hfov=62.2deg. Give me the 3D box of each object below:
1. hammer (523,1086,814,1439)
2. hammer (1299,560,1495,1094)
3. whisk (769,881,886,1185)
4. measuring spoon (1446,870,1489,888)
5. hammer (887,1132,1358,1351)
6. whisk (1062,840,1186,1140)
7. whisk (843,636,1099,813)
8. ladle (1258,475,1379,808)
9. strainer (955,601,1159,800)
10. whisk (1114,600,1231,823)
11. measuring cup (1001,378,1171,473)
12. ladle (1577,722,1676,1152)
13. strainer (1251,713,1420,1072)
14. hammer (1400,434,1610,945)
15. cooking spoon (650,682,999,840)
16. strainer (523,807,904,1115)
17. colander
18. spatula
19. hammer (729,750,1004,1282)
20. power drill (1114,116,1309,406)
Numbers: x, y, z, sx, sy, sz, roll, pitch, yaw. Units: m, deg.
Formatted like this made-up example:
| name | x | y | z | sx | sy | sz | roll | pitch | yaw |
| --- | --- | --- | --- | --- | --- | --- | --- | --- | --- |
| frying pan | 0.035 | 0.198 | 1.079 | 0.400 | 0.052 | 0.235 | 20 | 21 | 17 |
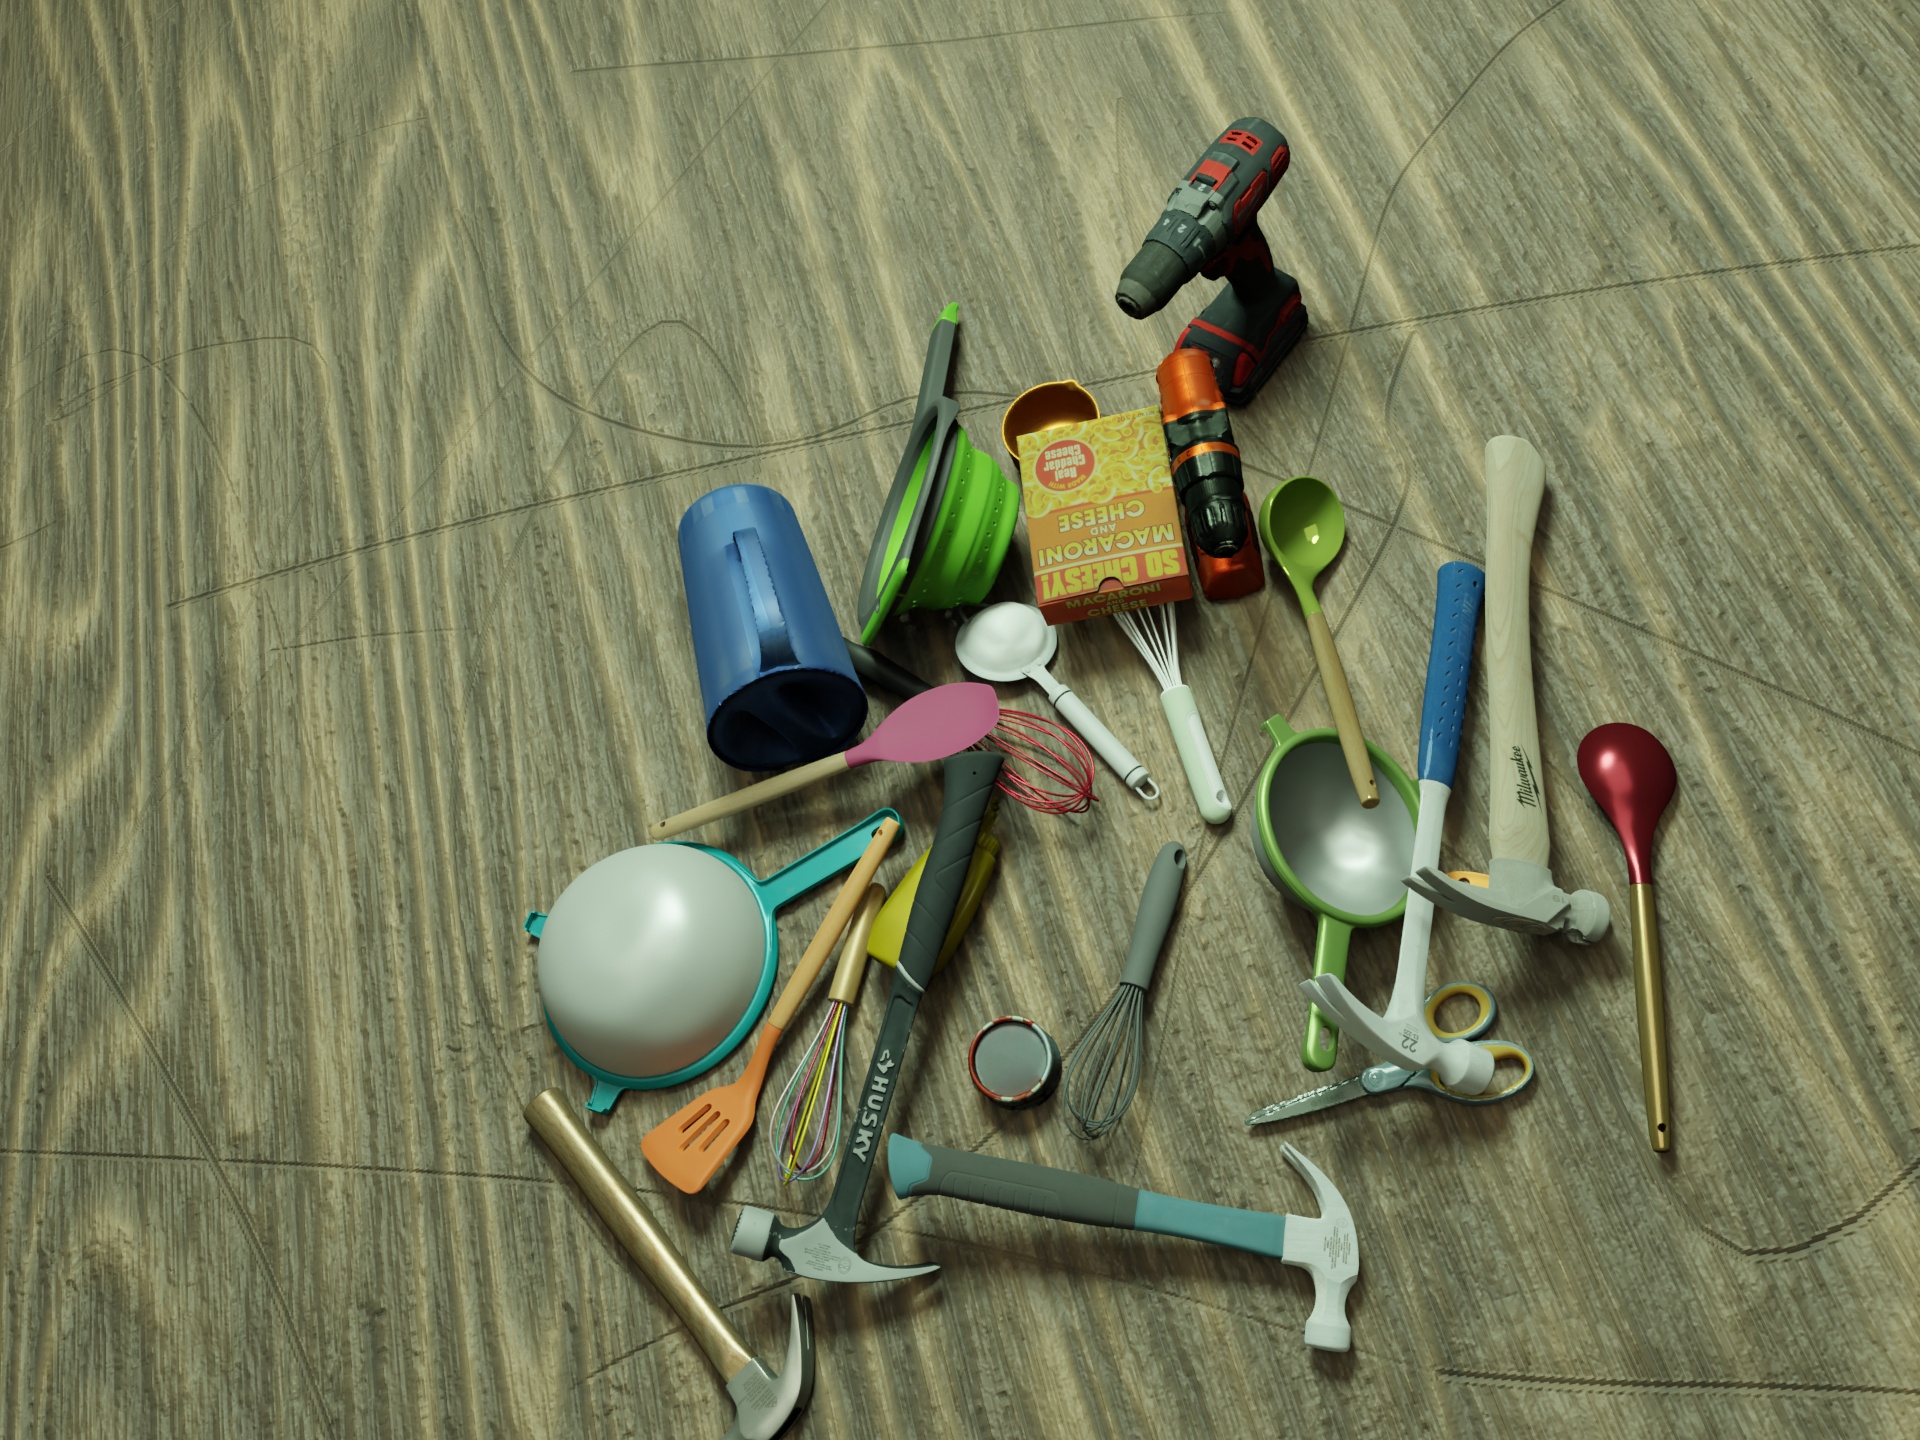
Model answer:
| name | x | y | z | sx | sy | sz | roll | pitch | yaw |
| --- | --- | --- | --- | --- | --- | --- | --- | --- | --- |
| hammer | -0.230 | 0.403 | 1.206 | 0.130 | 0.031 | 0.332 | -44 | 61 | -6 |
| hammer | 0.340 | 0.055 | 1.157 | 0.144 | 0.035 | 0.406 | 24 | 61 | -15 |
| whisk | -0.097 | 0.240 | 1.236 | 0.051 | 0.047 | 0.245 | 6 | 65 | 21 |
| measuring spoon | 0.409 | 0.131 | 1.154 | 0.117 | 0.011 | 0.021 | 14 | 61 | 26 |
| hammer | 0.108 | 0.338 | 1.103 | 0.331 | 0.033 | 0.128 | 9 | 67 | 9 |
| whisk | 0.127 | 0.197 | 1.187 | 0.055 | 0.055 | 0.239 | 11 | 65 | 21 |
| whisk | -0.002 | -0.004 | 1.313 | 0.296 | 0.073 | 0.073 | 31 | 77 | 32 |
| ladle | 0.284 | -0.067 | 1.210 | 0.062 | 0.078 | 0.320 | -50 | 31 | 38 |
| strainer | 0.078 | -0.027 | 1.311 | 0.087 | 0.050 | 0.259 | -33 | 63 | -17 |
| whisk | 0.171 | -0.030 | 1.280 | 0.059 | 0.057 | 0.247 | -37 | 59 | 38 |
| measuring cup | 0.121 | -0.235 | 1.387 | 0.174 | 0.052 | 0.095 | 20 | 73 | 22 |
| ladle | 0.477 | 0.141 | 1.114 | 0.069 | 0.031 | 0.316 | 2 | 67 | 7 |
| strainer | 0.258 | 0.132 | 1.149 | 0.151 | 0.069 | 0.256 | 21 | 63 | -16 |
| hammer | 0.400 | -0.043 | 1.181 | 0.146 | 0.038 | 0.411 | 15 | 62 | -12 |
| cooking spoon | -0.114 | 0.041 | 1.298 | 0.319 | 0.017 | 0.069 | -20 | 53 | 14 |
| strainer | -0.205 | 0.152 | 1.279 | 0.340 | 0.095 | 0.211 | -30 | 61 | 3 |
| colander | -0.001 | -0.225 | 1.393 | 0.094 | 0.204 | 0.397 | 18 | 50 | -12 |
| spatula | -0.138 | 0.215 | 1.243 | 0.081 | 0.041 | 0.322 | 25 | 83 | 45 |
| hammer | -0.038 | 0.213 | 1.187 | 0.149 | 0.036 | 0.409 | 18 | 76 | -2 |
| power drill | 0.208 | -0.358 | 1.316 | 0.080 | 0.226 | 0.188 | 33 | 78 | 27 |
